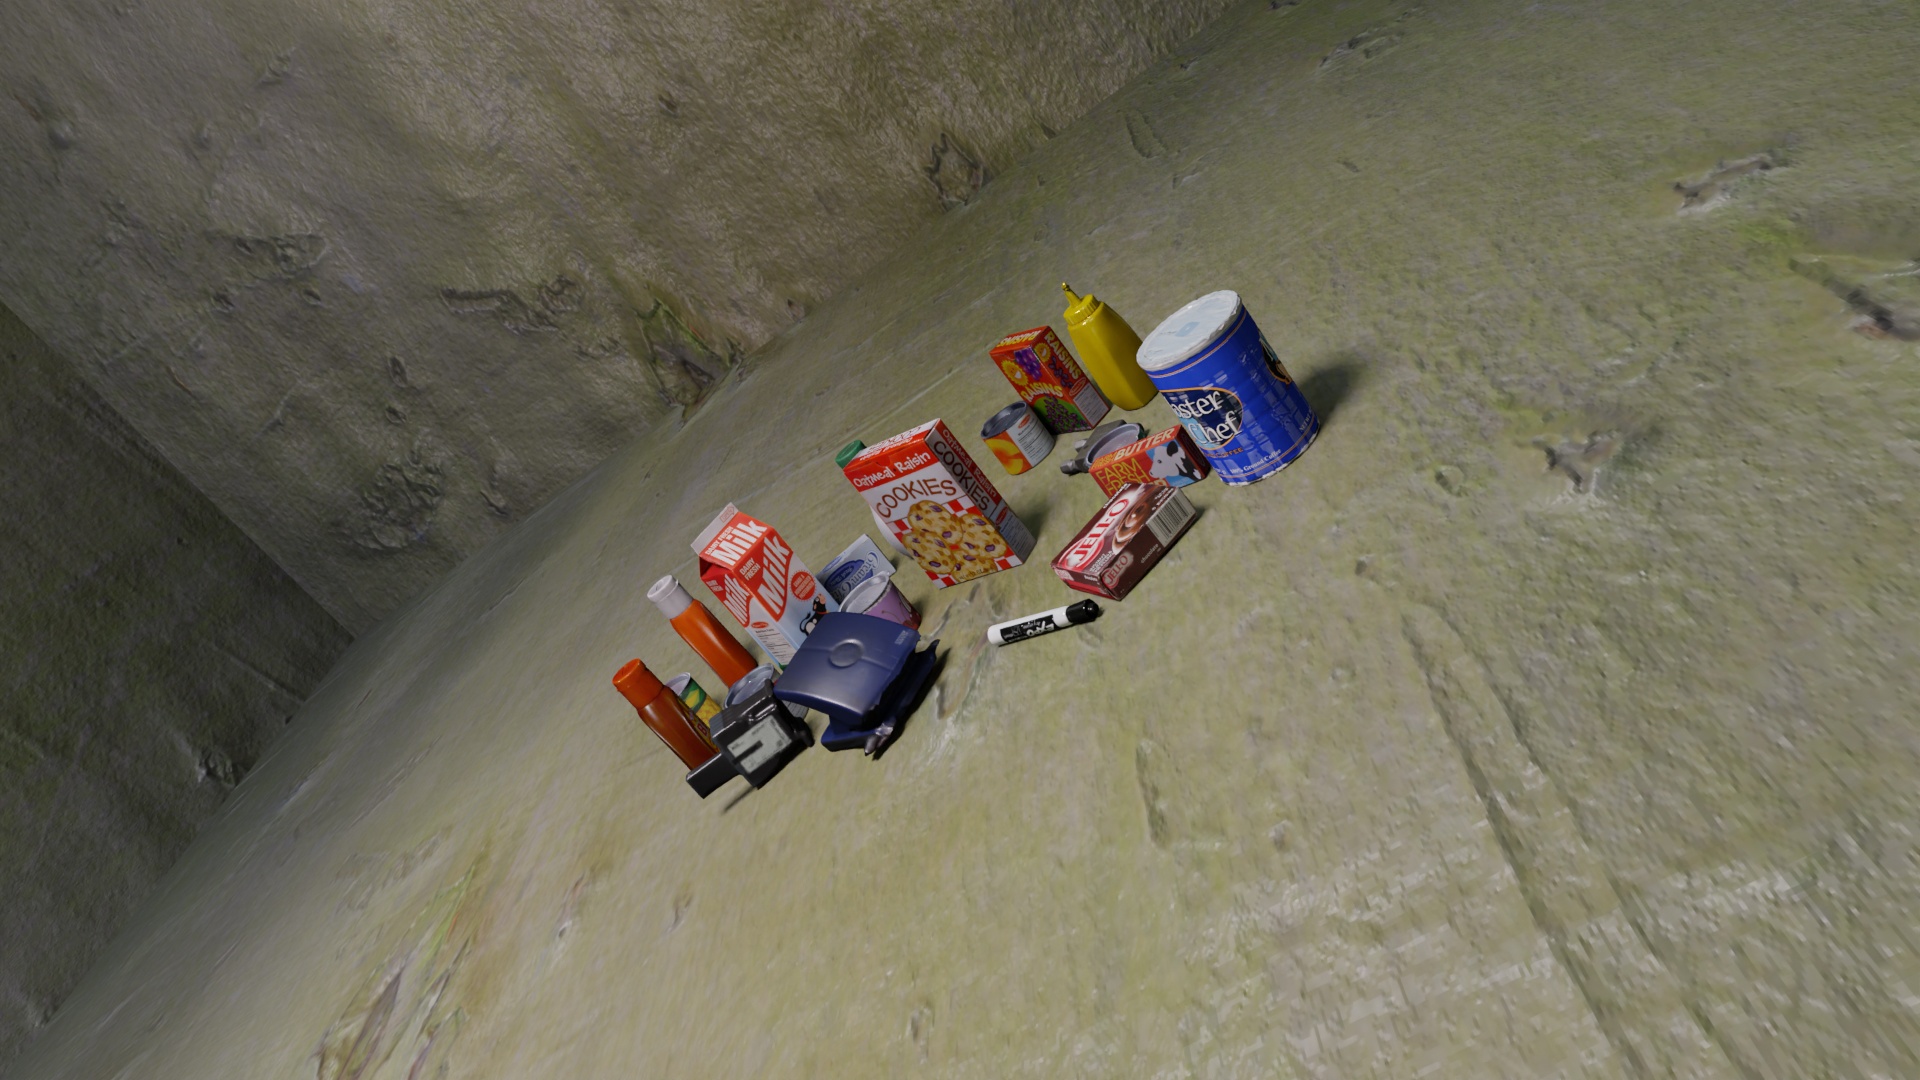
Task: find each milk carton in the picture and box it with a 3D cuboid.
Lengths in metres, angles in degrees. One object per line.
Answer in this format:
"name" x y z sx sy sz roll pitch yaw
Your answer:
"milk carton" -0.208 0.052 1.495 0.073 0.190 0.073 -12 33 50

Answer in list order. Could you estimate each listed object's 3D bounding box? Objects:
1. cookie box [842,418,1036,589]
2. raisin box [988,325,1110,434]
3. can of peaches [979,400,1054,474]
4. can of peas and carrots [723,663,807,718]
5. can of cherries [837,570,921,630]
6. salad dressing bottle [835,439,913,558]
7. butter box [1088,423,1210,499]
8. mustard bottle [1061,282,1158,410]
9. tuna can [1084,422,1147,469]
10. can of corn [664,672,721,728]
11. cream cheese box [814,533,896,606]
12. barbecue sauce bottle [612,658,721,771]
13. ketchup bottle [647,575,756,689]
"cookie box" -0.022 -0.034 1.397 0.122 0.167 0.040 -19 28 43
"raisin box" 0.099 -0.178 1.560 0.040 0.123 0.086 -47 22 -22
"can of peaches" 0.064 -0.117 1.583 0.071 0.058 0.071 -33 21 15
"can of peas and carrots" -0.201 0.170 1.425 0.071 0.058 0.071 -33 21 15
"can of cherries" -0.081 0.075 1.422 0.071 0.058 0.072 -33 21 15
"salad dressing bottle" -0.081 -0.047 1.550 0.044 0.147 0.064 -12 33 51
"butter box" 0.176 -0.067 1.302 0.103 0.053 0.024 -21 27 39
"mustard bottle" 0.154 -0.215 1.494 0.048 0.160 0.065 -8 36 54
"tuna can" 0.162 -0.085 1.391 0.071 0.032 0.071 -33 21 15
"can of corn" -0.312 0.194 1.561 0.071 0.058 0.071 -33 21 15
"cream cheese box" -0.129 0.045 1.572 0.104 0.053 0.024 -40 20 -4
"barbecue sauce bottle" -0.294 0.185 1.421 0.044 0.148 0.065 -40 20 -3
"ketchup bottle" -0.296 0.104 1.592 0.043 0.148 0.065 -38 20 2
